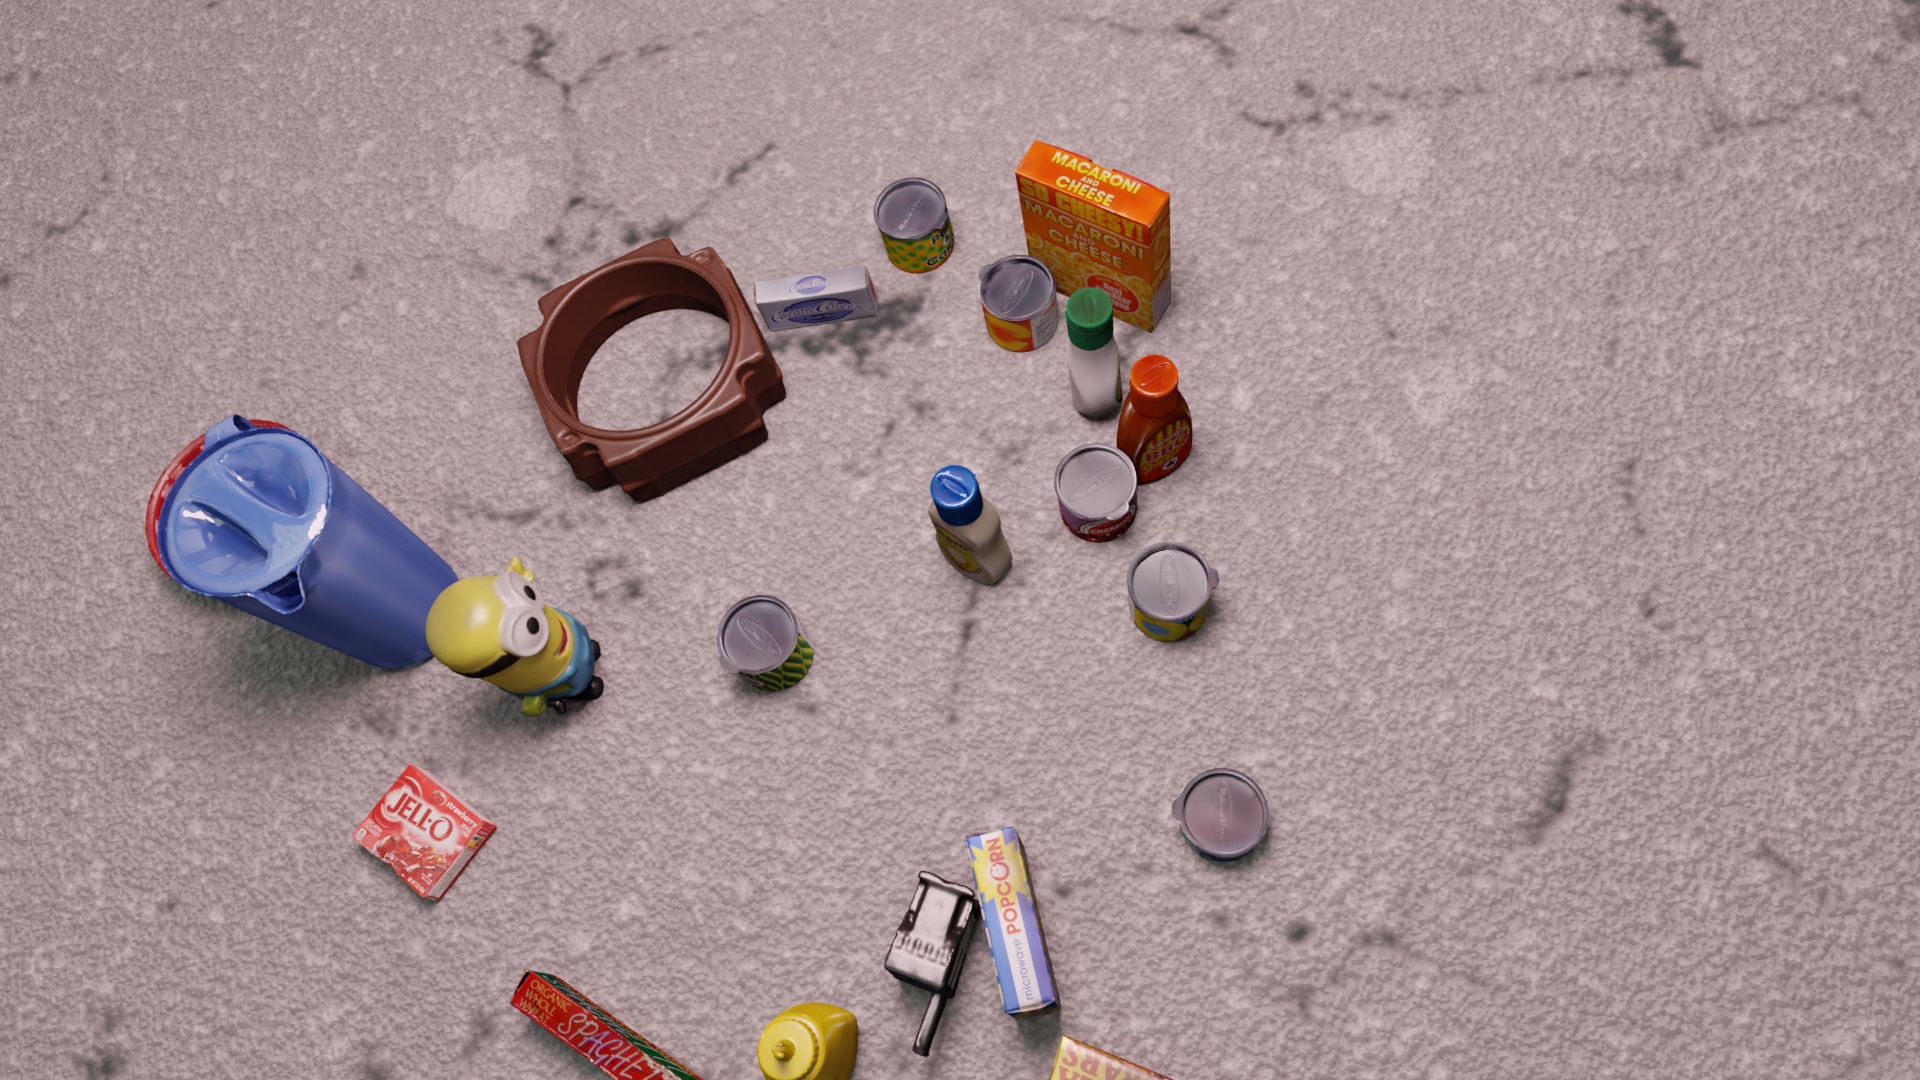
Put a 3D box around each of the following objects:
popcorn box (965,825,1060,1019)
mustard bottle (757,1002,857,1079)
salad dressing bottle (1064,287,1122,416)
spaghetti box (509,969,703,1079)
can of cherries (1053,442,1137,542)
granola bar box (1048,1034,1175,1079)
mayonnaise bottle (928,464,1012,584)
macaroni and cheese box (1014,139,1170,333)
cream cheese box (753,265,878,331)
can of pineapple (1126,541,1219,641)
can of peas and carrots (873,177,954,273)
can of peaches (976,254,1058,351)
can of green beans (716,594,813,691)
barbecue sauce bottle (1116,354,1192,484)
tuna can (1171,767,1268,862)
[{"bbox_3d":[0.039,0.278,1.006,0.038,0.085,0.127,-15,67,2],"label":"popcorn box"},{"bbox_3d":[-0.108,0.351,0.957,0.049,0.159,0.065,7,70,11],"label":"mustard bottle"},{"bbox_3d":[0.109,-0.153,1.138,0.044,0.147,0.064,-8,68,5],"label":"salad dressing bottle"},{"bbox_3d":[-0.222,0.393,1.016,0.250,0.050,0.029,28,75,17],"label":"spaghetti box"},{"bbox_3d":[0.113,-0.036,1.138,0.071,0.058,0.072,-3,68,7],"label":"can of cherries"},{"bbox_3d":[0.144,0.382,0.928,0.166,0.124,0.039,18,72,14],"label":"granola bar box"},{"bbox_3d":[0.004,-0.014,1.096,0.065,0.147,0.041,34,77,19],"label":"mayonnaise bottle"},{"bbox_3d":[0.114,-0.254,1.167,0.124,0.166,0.040,27,75,17],"label":"macaroni and cheese box"},{"bbox_3d":[-0.129,-0.217,1.248,0.104,0.053,0.024,-7,68,5],"label":"cream cheese box"},{"bbox_3d":[0.167,0.042,1.099,0.071,0.057,0.071,-3,68,7],"label":"can of pineapple"},{"bbox_3d":[-0.039,-0.285,1.260,0.071,0.058,0.071,-3,68,7],"label":"can of peas and carrots"},{"bbox_3d":[0.050,-0.208,1.217,0.071,0.058,0.071,-3,68,7],"label":"can of peaches"},{"bbox_3d":[-0.157,0.084,1.128,0.071,0.057,0.071,-3,68,7],"label":"can of green beans"},{"bbox_3d":[0.154,-0.098,1.108,0.065,0.148,0.044,-33,68,-6],"label":"barbecue sauce bottle"},{"bbox_3d":[0.194,0.206,1.042,0.071,0.032,0.071,-3,68,7],"label":"tuna can"}]
